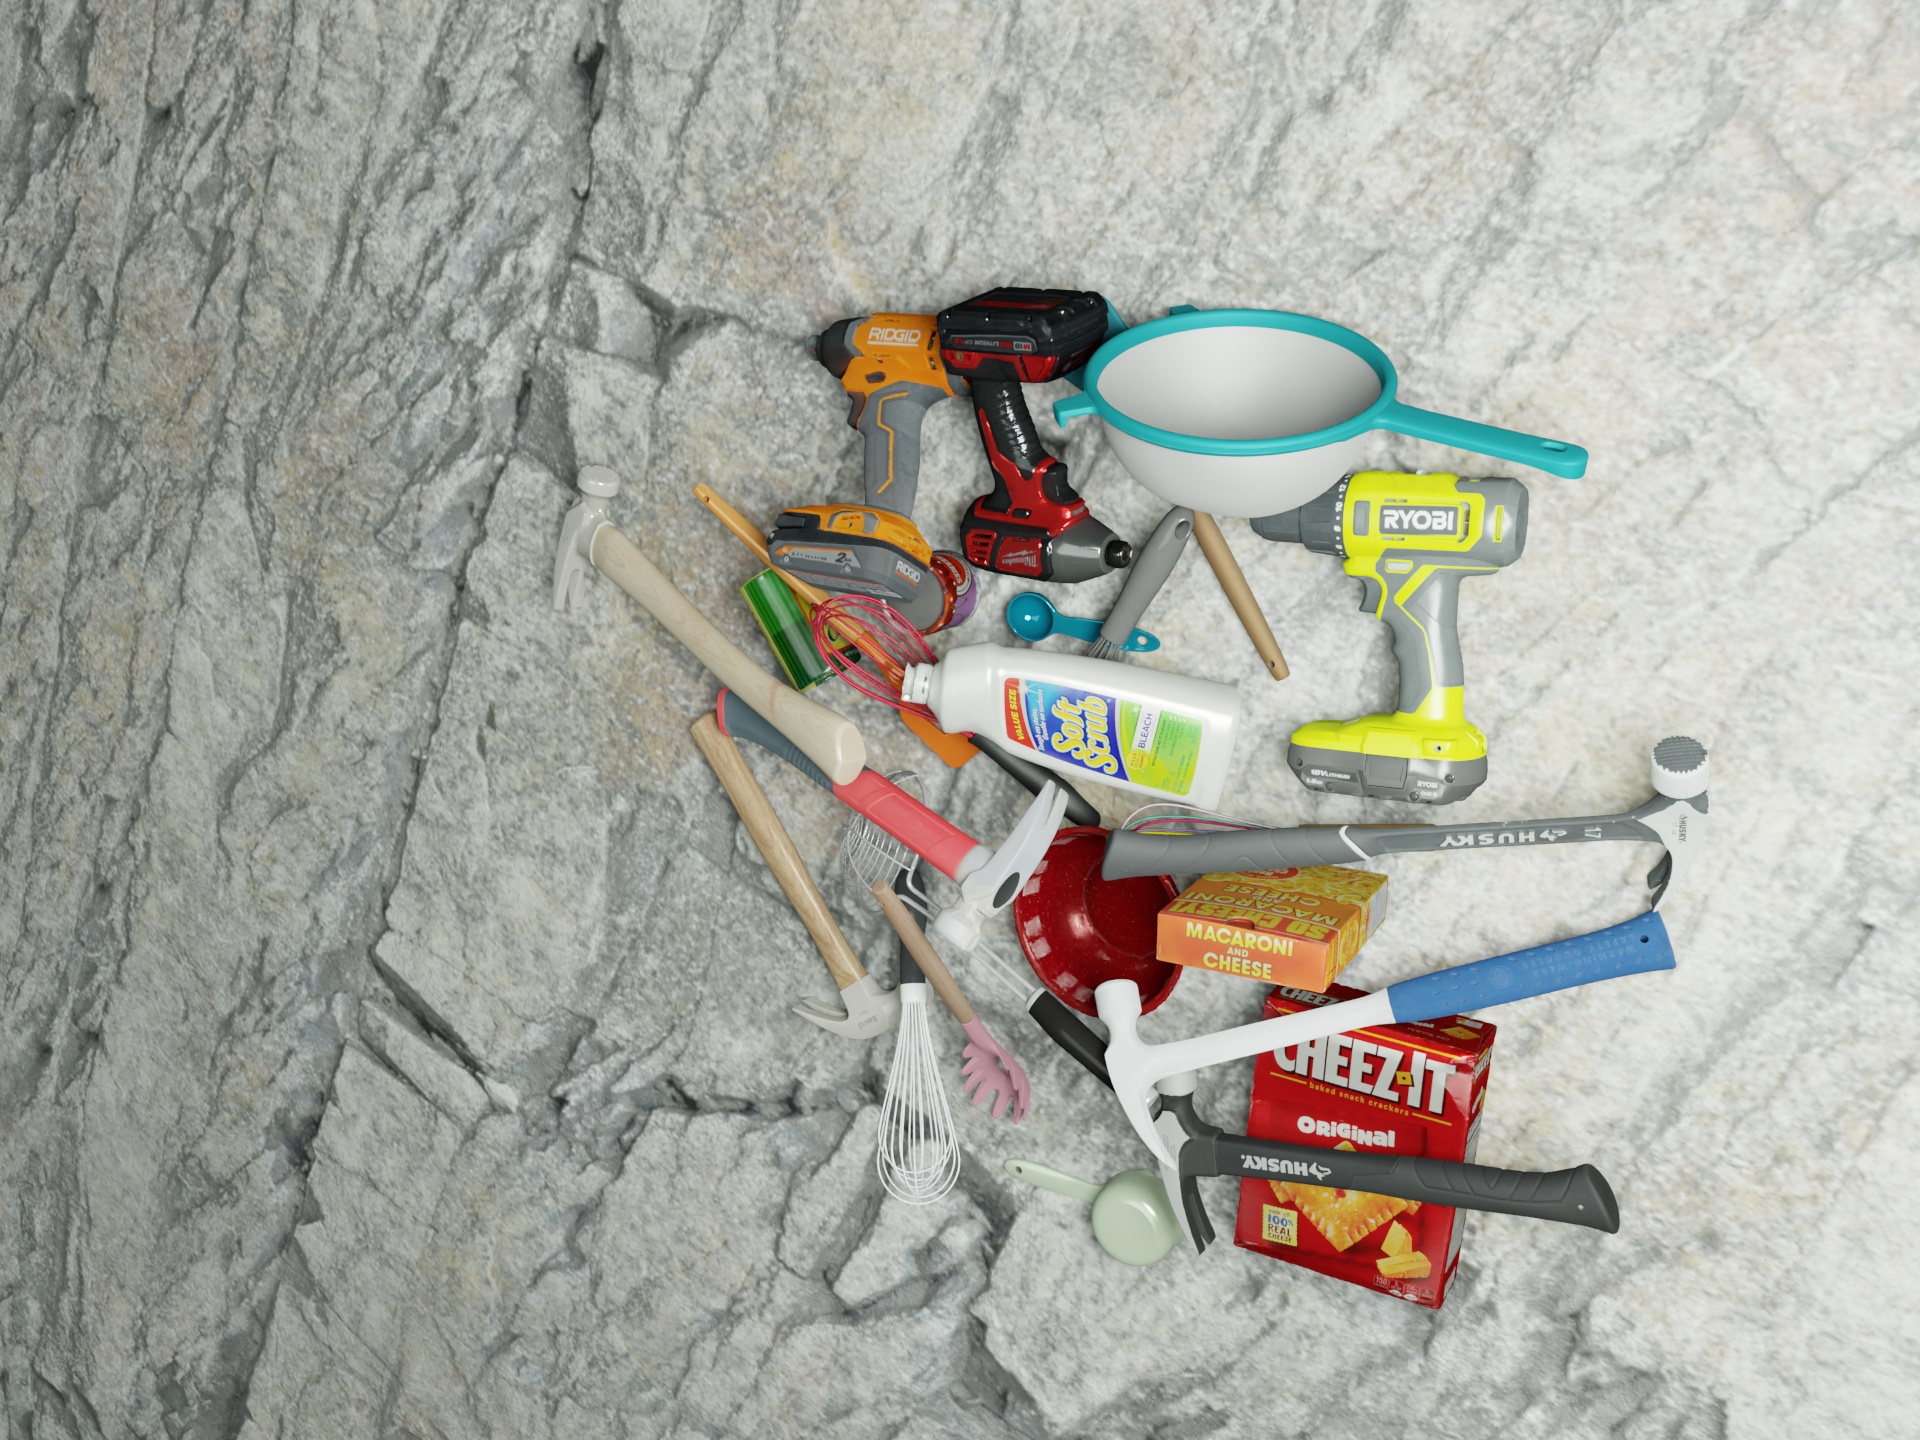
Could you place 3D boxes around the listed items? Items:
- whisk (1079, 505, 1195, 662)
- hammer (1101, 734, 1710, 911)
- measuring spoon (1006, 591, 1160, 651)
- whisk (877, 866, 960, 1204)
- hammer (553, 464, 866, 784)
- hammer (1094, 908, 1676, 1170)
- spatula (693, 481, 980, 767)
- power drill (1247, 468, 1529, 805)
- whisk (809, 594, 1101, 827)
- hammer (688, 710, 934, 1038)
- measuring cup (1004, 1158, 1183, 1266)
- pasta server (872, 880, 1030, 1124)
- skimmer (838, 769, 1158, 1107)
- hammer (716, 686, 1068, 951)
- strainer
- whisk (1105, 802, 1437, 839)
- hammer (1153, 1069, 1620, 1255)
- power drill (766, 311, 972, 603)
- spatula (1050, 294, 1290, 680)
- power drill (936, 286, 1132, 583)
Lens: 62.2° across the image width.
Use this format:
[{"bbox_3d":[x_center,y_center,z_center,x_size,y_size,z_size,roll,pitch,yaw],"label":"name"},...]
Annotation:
[{"bbox_3d":[0.122,-0.065,1.234,0.055,0.055,0.238,37,121,17],"label":"whisk"},{"bbox_3d":[0.296,0.086,1.105,0.409,0.036,0.149,-5,136,19],"label":"hammer"},{"bbox_3d":[0.100,-0.077,1.276,0.129,0.021,0.042,14,120,17],"label":"measuring spoon"},{"bbox_3d":[-0.038,0.267,1.364,0.070,0.070,0.285,-11,73,30],"label":"whisk"},{"bbox_3d":[-0.228,-0.064,1.390,0.411,0.038,0.146,40,123,31],"label":"hammer"},{"bbox_3d":[0.301,0.214,1.146,0.405,0.035,0.144,-17,61,15],"label":"hammer"},{"bbox_3d":[-0.098,-0.087,1.327,0.322,0.041,0.081,43,111,2],"label":"spatula"},{"bbox_3d":[0.296,-0.065,1.134,0.191,0.080,0.228,6,101,28],"label":"power drill"},{"bbox_3d":[-0.002,-0.004,1.279,0.295,0.073,0.073,38,119,-9],"label":"whisk"},{"bbox_3d":[-0.156,0.141,1.455,0.130,0.031,0.331,-35,83,30],"label":"hammer"},{"bbox_3d":[0.107,0.414,1.363,0.168,0.038,0.083,14,107,24],"label":"measuring cup"},{"bbox_3d":[-0.008,0.234,1.297,0.060,0.040,0.315,8,143,34],"label":"pasta server"},{"bbox_3d":[0.031,0.181,1.305,0.363,0.090,0.127,40,115,22],"label":"skimmer"},{"bbox_3d":[-0.078,0.041,1.319,0.387,0.038,0.143,31,84,43],"label":"hammer"},{"bbox_3d":[0.245,-0.183,1.080,0.340,0.211,0.095,20,134,27],"label":"strainer"},{"bbox_3d":[0.230,0.089,1.183,0.245,0.051,0.047,-1,139,9],"label":"whisk"},{"bbox_3d":[0.299,0.335,1.156,0.335,0.035,0.146,-1,97,31],"label":"hammer"},{"bbox_3d":[-0.077,-0.218,1.272,0.164,0.084,0.226,12,83,30],"label":"power drill"},{"bbox_3d":[0.164,-0.168,1.202,0.082,0.044,0.317,-30,87,44],"label":"spatula"},{"bbox_3d":[0.060,-0.208,1.204,0.143,0.078,0.219,15,125,35],"label":"power drill"}]
